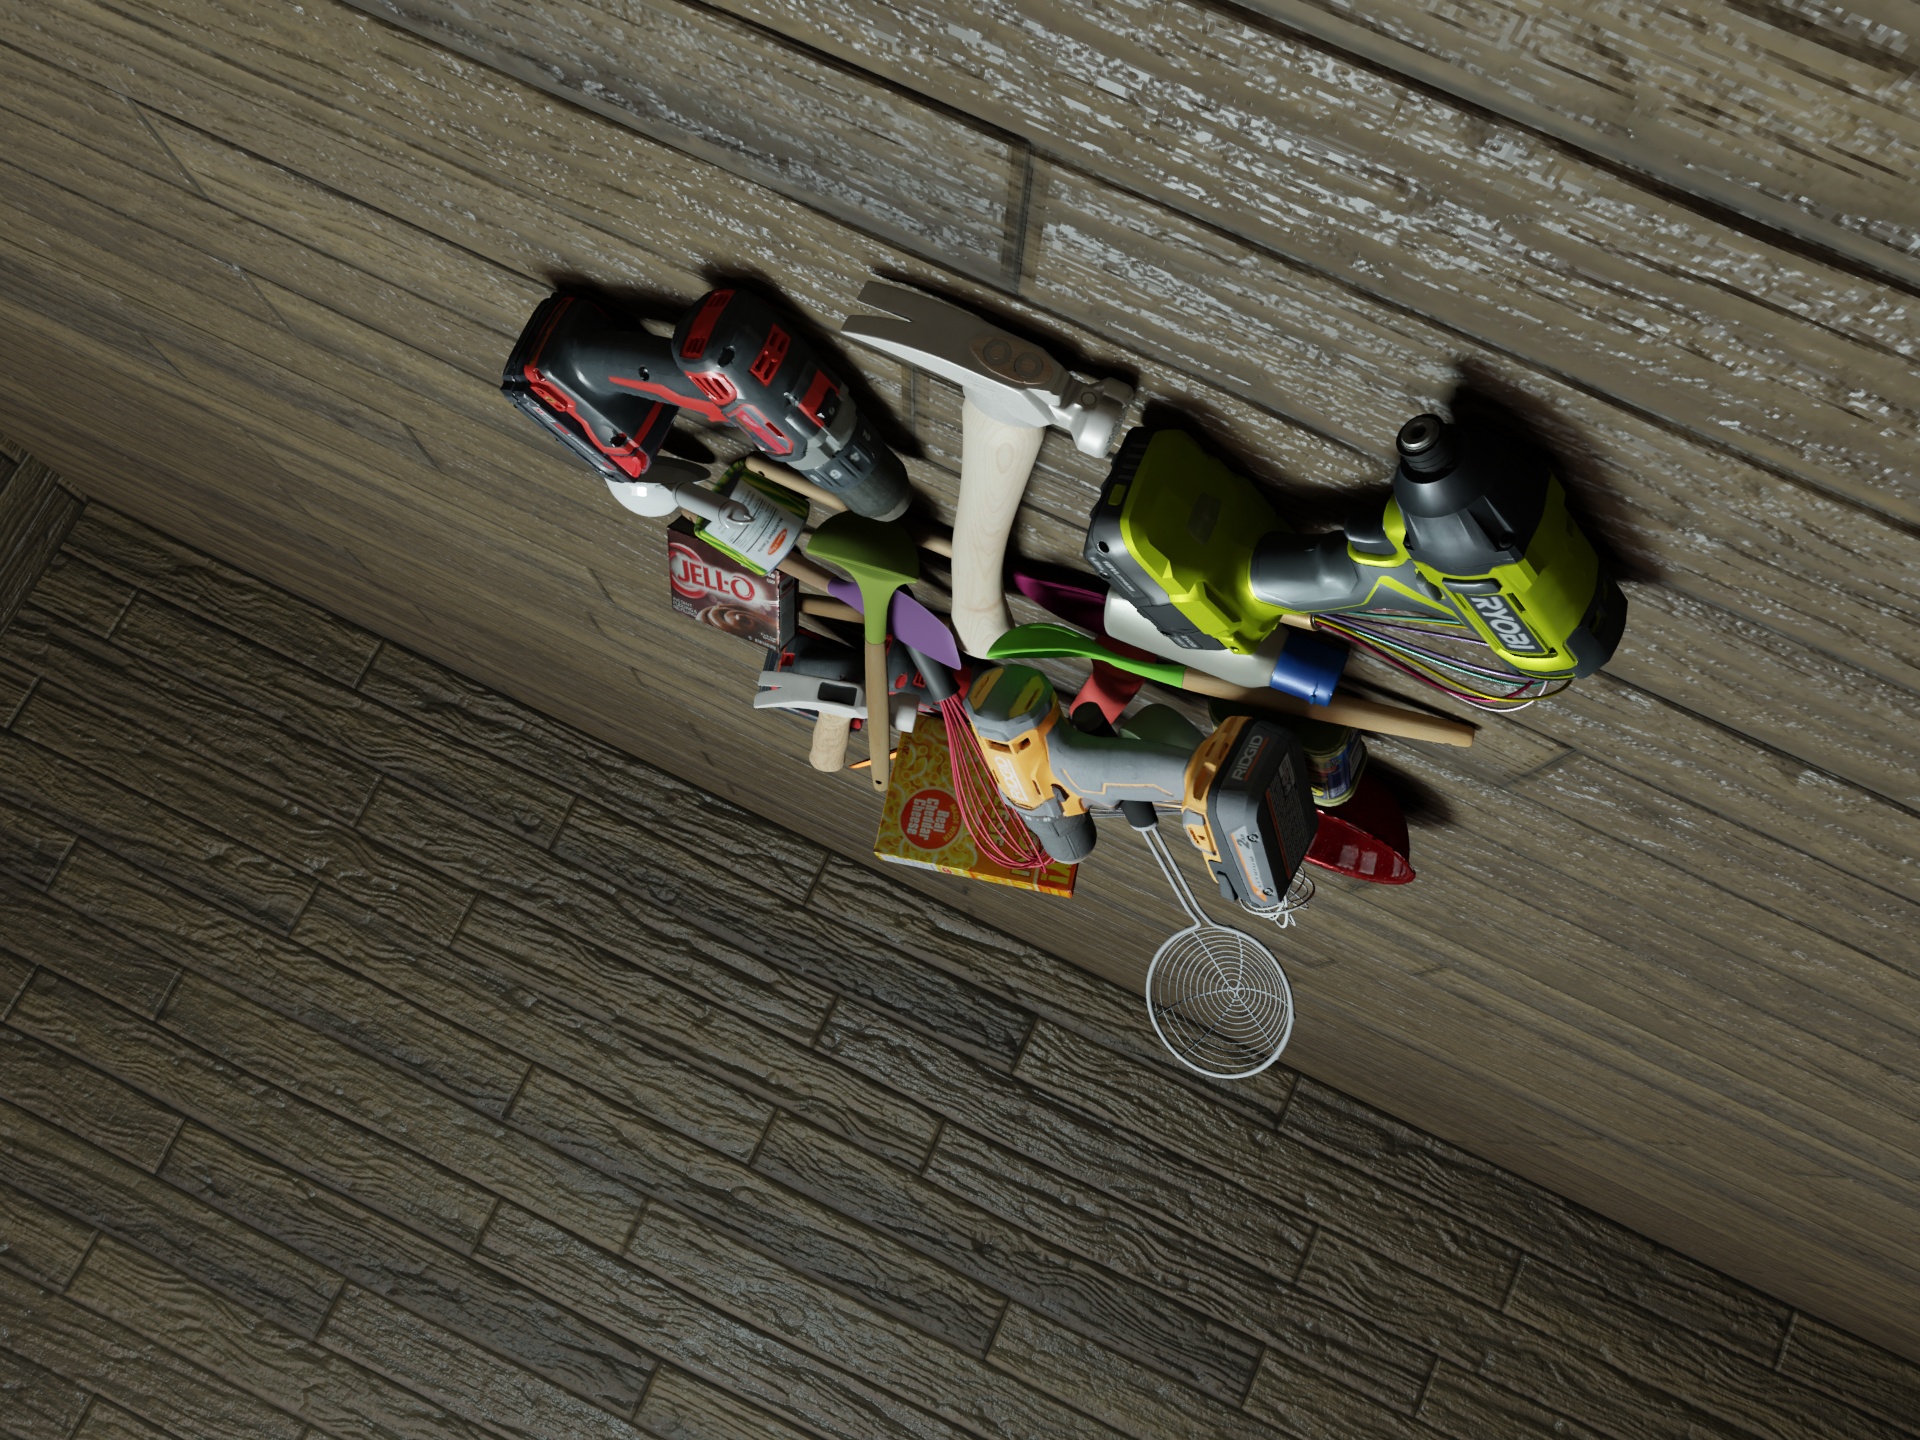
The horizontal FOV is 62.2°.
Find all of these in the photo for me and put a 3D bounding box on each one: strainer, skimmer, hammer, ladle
[{"bbox_3d":[-0.197,-0.158,1.121,0.087,0.050,0.259,-5,-162,-27],"label":"strainer"},{"bbox_3d":[0.157,0.139,1.224,0.127,0.090,0.362,-6,134,30],"label":"skimmer"},{"bbox_3d":[0.116,-0.005,1.276,0.149,0.037,0.359,26,168,1],"label":"hammer"},{"bbox_3d":[-0.066,-0.035,1.164,0.078,0.062,0.319,16,144,11],"label":"ladle"},{"bbox_3d":[-0.115,0.007,1.403,0.130,0.031,0.331,13,168,-4],"label":"hammer"},{"bbox_3d":[0.006,-0.123,0.961,0.146,0.038,0.410,25,165,5],"label":"hammer"}]

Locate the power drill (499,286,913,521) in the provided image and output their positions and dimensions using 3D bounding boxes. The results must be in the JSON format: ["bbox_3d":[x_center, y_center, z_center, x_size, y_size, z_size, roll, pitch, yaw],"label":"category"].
[{"bbox_3d":[-0.150,-0.188,0.976,0.227,0.080,0.187,11,162,39],"label":"power drill"}]

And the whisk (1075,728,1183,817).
[{"bbox_3d":[0.187,0.063,1.271,0.284,0.070,0.070,14,173,-23],"label":"whisk"}]

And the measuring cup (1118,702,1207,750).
[{"bbox_3d":[0.184,0.052,1.161,0.167,0.038,0.083,45,173,-14],"label":"measuring cup"}]

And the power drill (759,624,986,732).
[{"bbox_3d":[-0.067,-0.034,1.413,0.143,0.078,0.220,21,169,-39],"label":"power drill"}]

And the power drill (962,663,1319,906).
[{"bbox_3d":[0.123,0.055,1.082,0.226,0.084,0.185,14,147,32],"label":"power drill"}]

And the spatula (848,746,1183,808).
[{"bbox_3d":[0.054,0.048,1.406,0.323,0.041,0.081,12,-163,27],"label":"spatula"}]

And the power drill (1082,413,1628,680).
[{"bbox_3d":[0.176,-0.086,0.749,0.223,0.080,0.171,7,159,45],"label":"power drill"}]

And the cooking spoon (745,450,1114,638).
[{"bbox_3d":[-0.003,-0.119,1.088,0.319,0.017,0.068,24,164,8],"label":"cooking spoon"}]

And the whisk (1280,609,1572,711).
[{"bbox_3d":[0.215,-0.053,0.874,0.245,0.047,0.051,20,168,38],"label":"whisk"}]

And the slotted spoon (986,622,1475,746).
[{"bbox_3d":[0.170,-0.023,1.024,0.314,0.031,0.070,13,-179,12],"label":"slotted spoon"}]

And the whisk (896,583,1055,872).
[{"bbox_3d":[-0.002,-0.004,1.227,0.073,0.073,0.295,3,124,60],"label":"whisk"}]

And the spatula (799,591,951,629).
[{"bbox_3d":[-0.123,-0.110,1.357,0.318,0.044,0.082,12,161,32],"label":"spatula"}]

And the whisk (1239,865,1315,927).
[{"bbox_3d":[0.236,0.112,1.338,0.246,0.059,0.057,-119,10,-73],"label":"whisk"}]

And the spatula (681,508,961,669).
[{"bbox_3d":[-0.114,-0.114,1.218,0.316,0.018,0.059,29,150,37],"label":"spatula"}]
